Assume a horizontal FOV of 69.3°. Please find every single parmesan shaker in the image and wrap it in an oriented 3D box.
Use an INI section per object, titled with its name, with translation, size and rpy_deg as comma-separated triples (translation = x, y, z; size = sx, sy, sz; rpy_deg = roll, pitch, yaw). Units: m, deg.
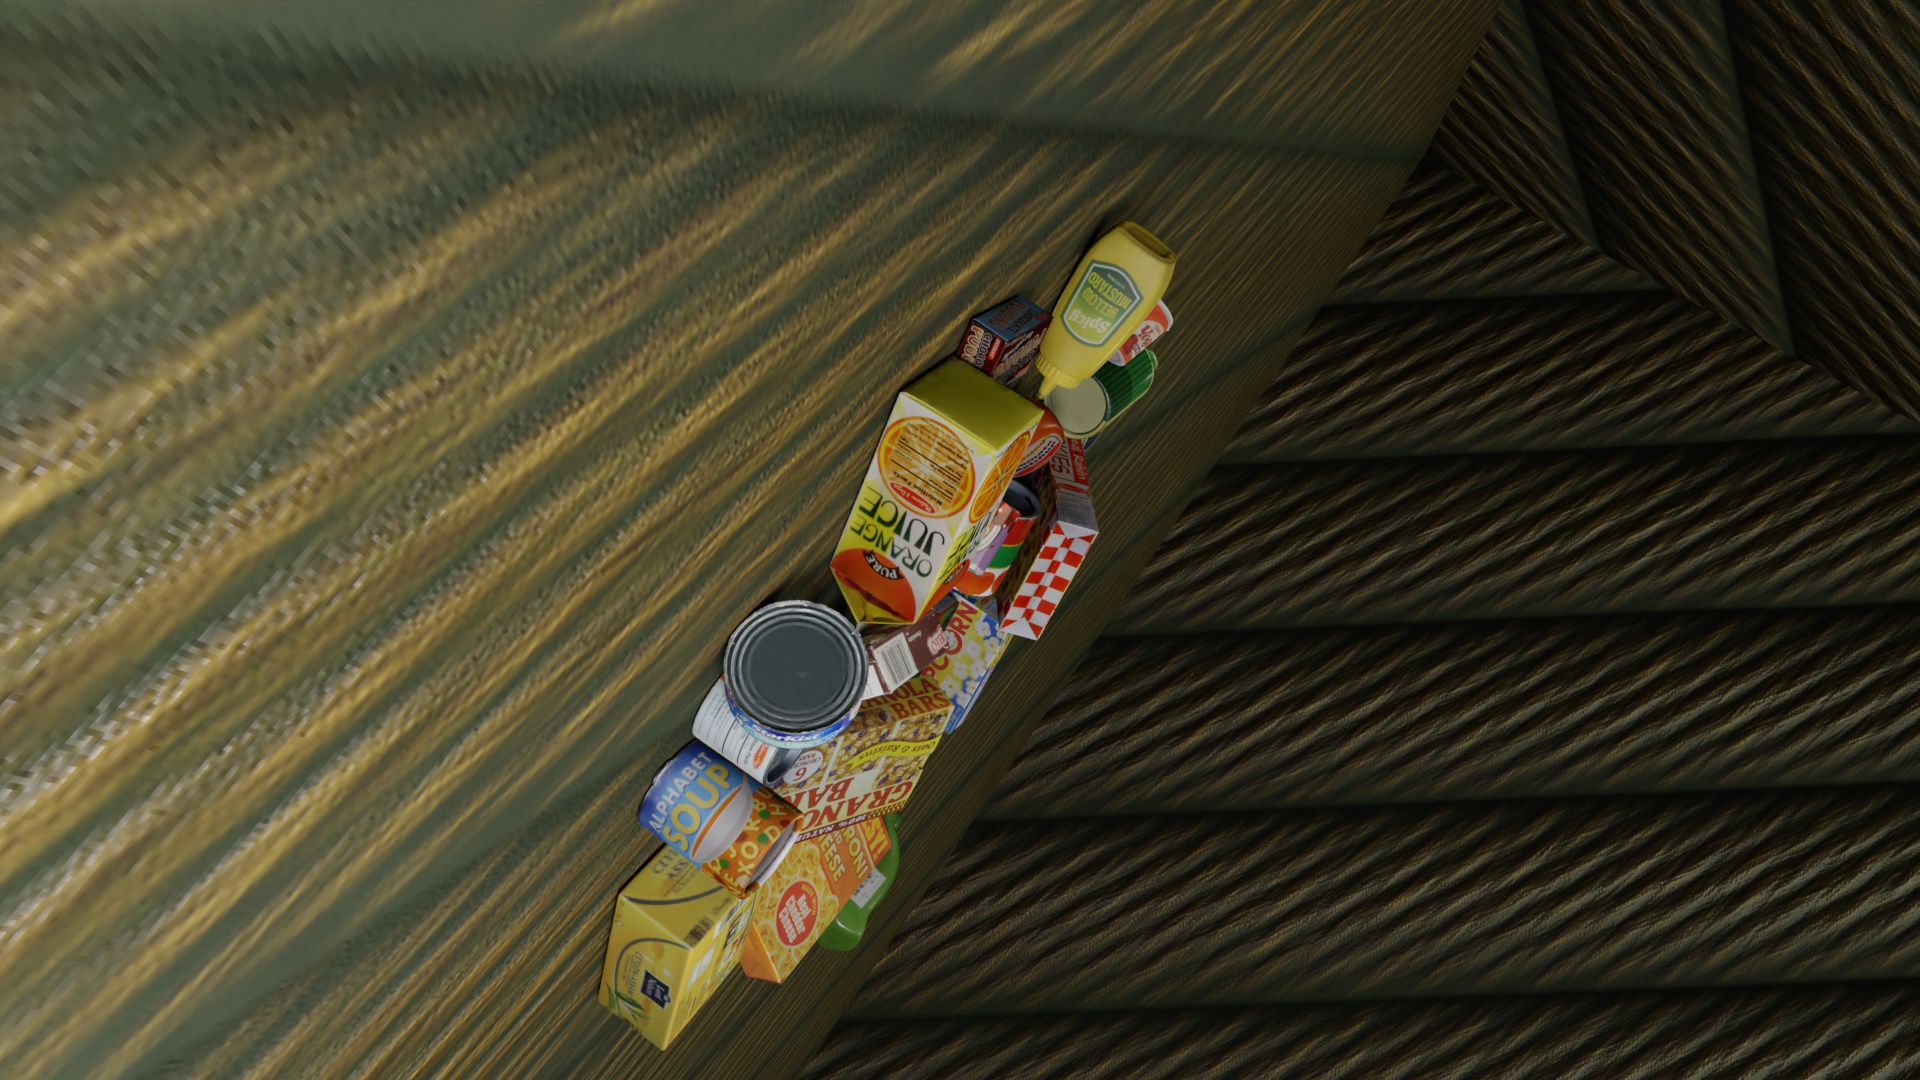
[parmesan shaker]
translation = 0.121, -0.136, 1.204
size = 0.103, 0.071, 0.071
rpy_deg = -40, 160, -54

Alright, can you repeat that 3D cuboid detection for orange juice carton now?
[orange juice carton]
translation = -0.024, -0.017, 0.911
size = 0.072, 0.073, 0.191
rpy_deg = -42, 162, -52

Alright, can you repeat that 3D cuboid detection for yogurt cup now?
[yogurt cup]
translation = 0.133, -0.182, 1.147
size = 0.054, 0.072, 0.072
rpy_deg = -48, 168, -6

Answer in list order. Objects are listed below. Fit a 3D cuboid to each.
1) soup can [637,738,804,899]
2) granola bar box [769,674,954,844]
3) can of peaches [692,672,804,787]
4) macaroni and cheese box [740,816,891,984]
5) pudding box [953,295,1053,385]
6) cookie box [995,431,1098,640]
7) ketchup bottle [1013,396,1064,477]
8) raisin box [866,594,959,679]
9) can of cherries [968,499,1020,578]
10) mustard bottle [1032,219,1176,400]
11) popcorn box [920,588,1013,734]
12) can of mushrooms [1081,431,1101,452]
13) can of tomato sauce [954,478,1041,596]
[soup can]
translation = -0.151, 0.175, 0.875
size = 0.071, 0.084, 0.071
rpy_deg = -53, 168, -17
[granola bar box]
translation = -0.095, 0.171, 1.045
size = 0.166, 0.039, 0.123
rpy_deg = -9, 136, -41
[can of peaches]
translation = -0.125, 0.111, 0.875
size = 0.071, 0.058, 0.071
rpy_deg = -54, 168, -17
[macaroni and cheese box]
translation = -0.131, 0.252, 1.125
size = 0.167, 0.040, 0.123
rpy_deg = -45, 126, -47
[pudding box]
translation = 0.026, -0.128, 0.925
size = 0.084, 0.030, 0.049
rpy_deg = -38, 159, -57
[cookie box]
translation = 0.068, -0.017, 1.188
size = 0.168, 0.040, 0.122
rpy_deg = -93, -156, -52
[ketchup bottle]
translation = 0.041, -0.084, 1.069
size = 0.064, 0.043, 0.149
rpy_deg = -36, 169, 6
[raisin box]
translation = -0.055, 0.092, 1.164
size = 0.085, 0.040, 0.124
rpy_deg = -61, 167, 22
[can of cherries]
translation = 0.004, -0.013, 1.051
size = 0.058, 0.071, 0.071
rpy_deg = -57, 169, -1
[mustard bottle]
translation = 0.099, -0.164, 1.057
size = 0.159, 0.065, 0.049
rpy_deg = -56, 173, 30
[popcorn box]
translation = -0.011, 0.099, 1.252
size = 0.126, 0.085, 0.038
rpy_deg = -62, 167, 23
[can of mushrooms]
translation = 0.124, -0.122, 1.343
size = 0.071, 0.033, 0.070
rpy_deg = -53, 168, -16
[can of tomato sauce]
translation = 0.017, -0.006, 1.134
size = 0.082, 0.071, 0.071
rpy_deg = -63, 167, 28
